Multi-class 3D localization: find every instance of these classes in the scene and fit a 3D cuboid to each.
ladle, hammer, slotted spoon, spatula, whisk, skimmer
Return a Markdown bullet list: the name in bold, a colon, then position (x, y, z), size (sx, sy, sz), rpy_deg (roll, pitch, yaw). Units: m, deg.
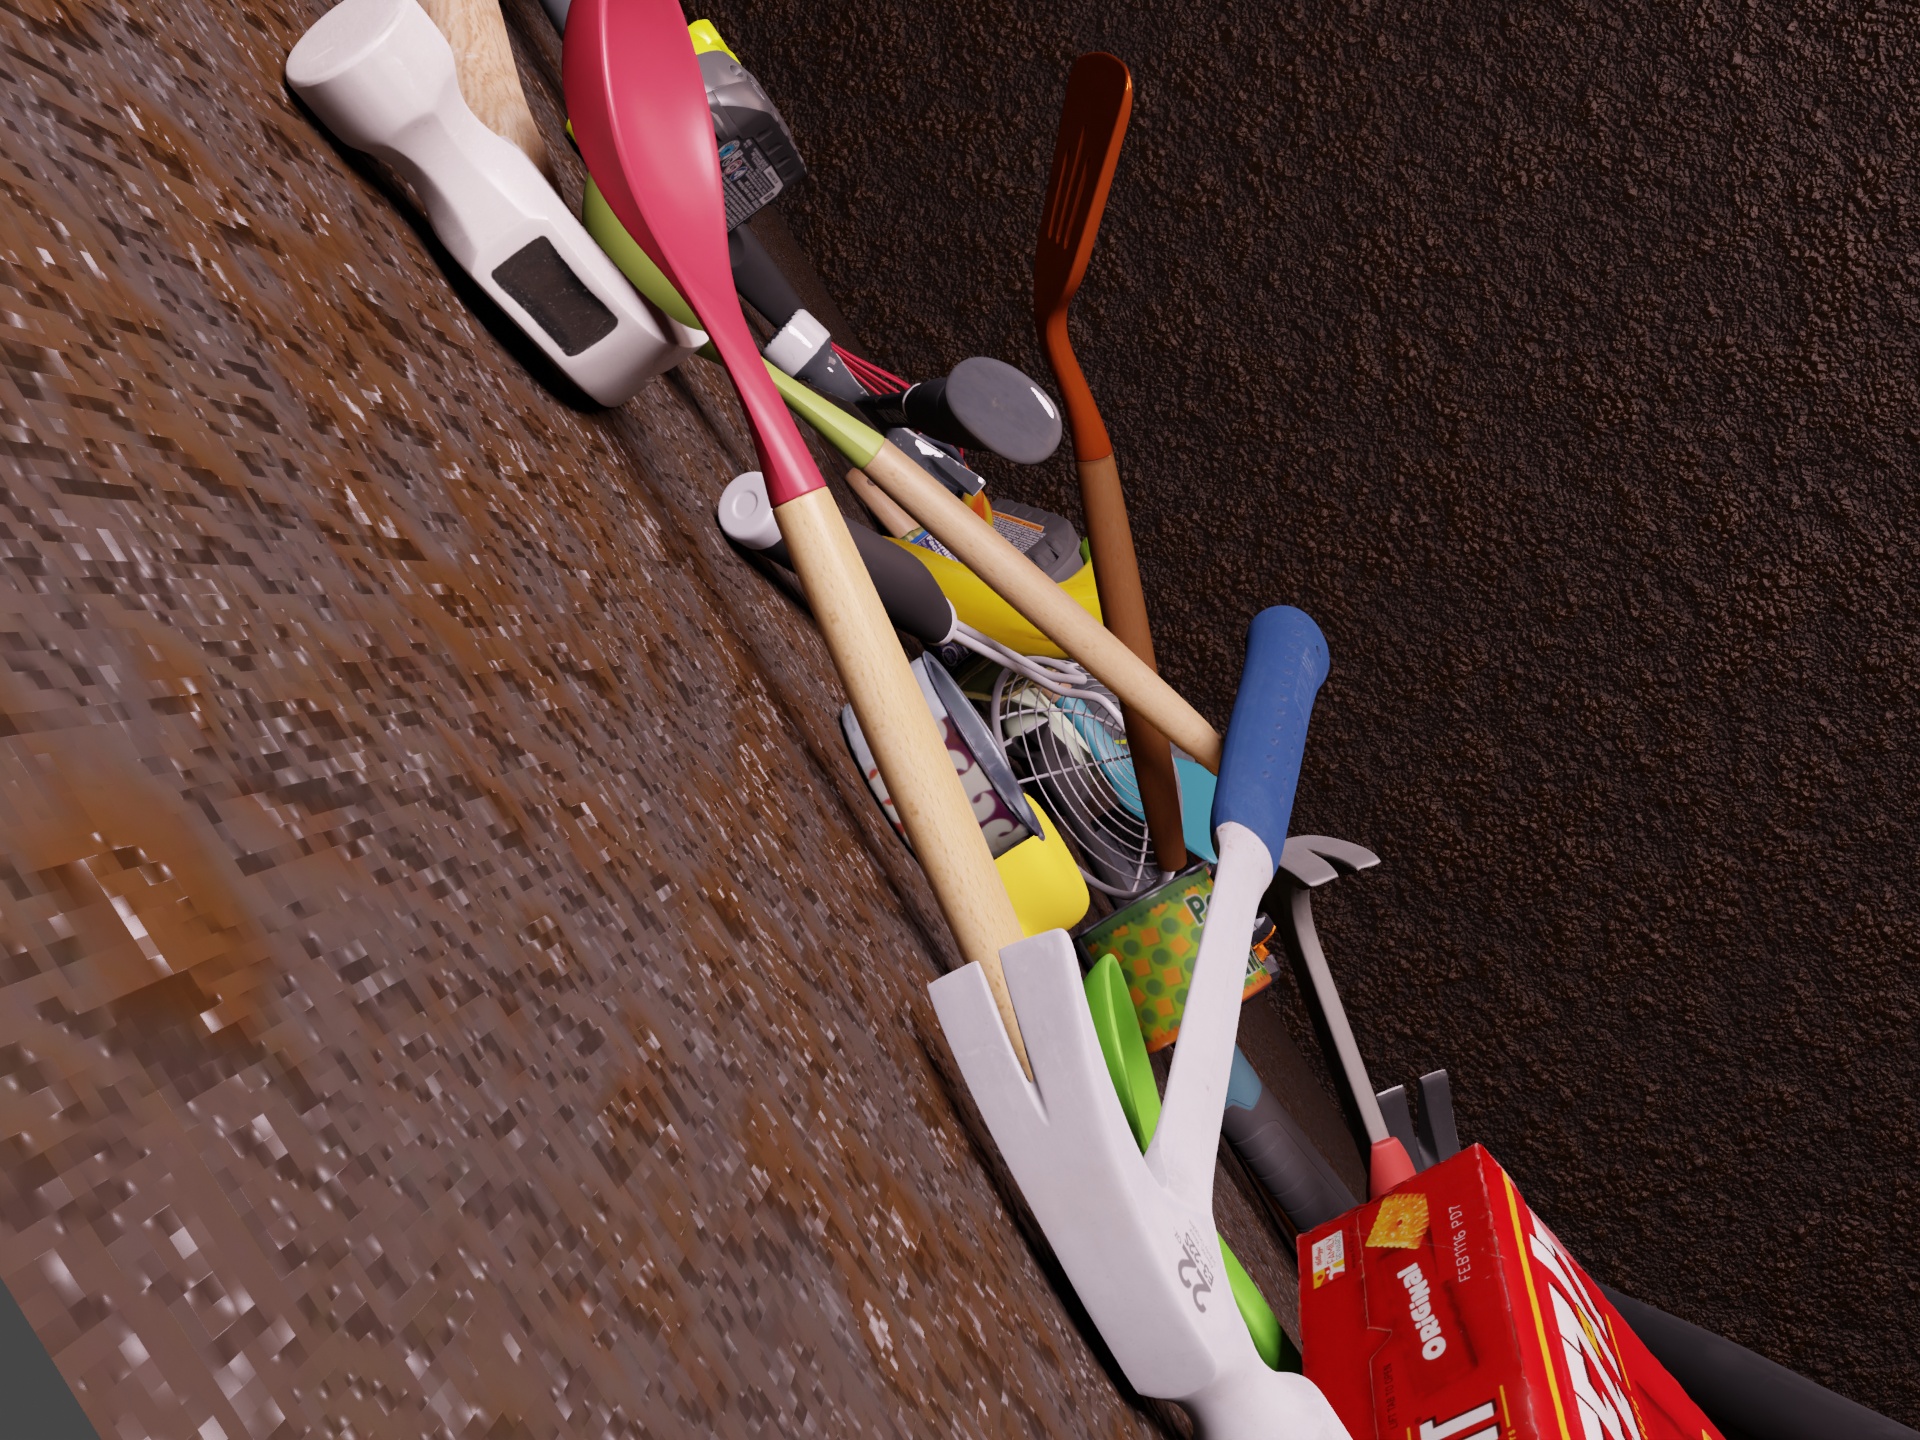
- **ladle**: position (-0.004, -0.088, 0.571), size (0.320, 0.062, 0.078), rpy_deg (40, 5, -19)
- **hammer**: position (0.192, 0.222, 0.662), size (0.149, 0.036, 0.359), rpy_deg (139, -68, -81)
- **slotted spoon**: position (0.105, 0.212, 0.443), size (0.314, 0.031, 0.070), rpy_deg (61, 7, 13)
- **spatula**: position (0.064, -0.081, 0.608), size (0.081, 0.041, 0.322), rpy_deg (-111, -173, -64)
- **hammer**: position (-0.144, -0.200, 0.463), size (0.129, 0.031, 0.332), rpy_deg (52, 9, -46)
- **hammer**: position (0.086, 0.042, 0.500), size (0.144, 0.035, 0.406), rpy_deg (58, 25, -12)
- **whisk**: position (-0.082, -0.227, 1.004), size (0.295, 0.073, 0.073), rpy_deg (43, 15, -49)
- **spatula**: position (0.048, -0.040, 0.930), size (0.317, 0.044, 0.082), rpy_deg (46, 47, 5)
- **hammer**: position (0.206, 0.277, 0.746), size (0.331, 0.033, 0.128), rpy_deg (52, 41, -10)
- **ladle**: position (-0.028, -0.031, 0.388), size (0.069, 0.031, 0.315), rpy_deg (-49, 118, -73)
- **hammer**: position (0.241, 0.218, 0.577), size (0.335, 0.035, 0.146), rpy_deg (142, -70, -81)
- **skimmer**: position (-0.001, -0.002, 0.635), size (0.127, 0.090, 0.363), rpy_deg (45, 10, 29)
- **hammer**: position (-0.016, -0.144, 0.760), size (0.149, 0.036, 0.409), rpy_deg (41, 1, -16)
- **hammer**: position (0.118, 0.150, 0.829), size (0.337, 0.034, 0.127), rpy_deg (60, 5, 19)

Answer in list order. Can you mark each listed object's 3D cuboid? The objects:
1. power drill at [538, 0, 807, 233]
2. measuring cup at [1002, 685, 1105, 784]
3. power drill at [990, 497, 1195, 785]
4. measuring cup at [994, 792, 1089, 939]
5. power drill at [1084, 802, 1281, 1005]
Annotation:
- **power drill**: position (-0.169, -0.331, 0.726), size (0.228, 0.080, 0.190), rpy_deg (56, 6, 0)
- **measuring cup**: position (0.032, -0.001, 0.947), size (0.167, 0.038, 0.083), rpy_deg (22, 31, -51)
- **power drill**: position (0.070, -0.049, 1.180), size (0.171, 0.080, 0.223), rpy_deg (29, -25, 56)
- **measuring cup**: position (0.043, 0.086, 0.549), size (0.062, 0.029, 0.157), rpy_deg (51, 7, -50)
- **power drill**: position (0.145, 0.109, 1.064), size (0.164, 0.084, 0.226), rpy_deg (58, 2, 19)
